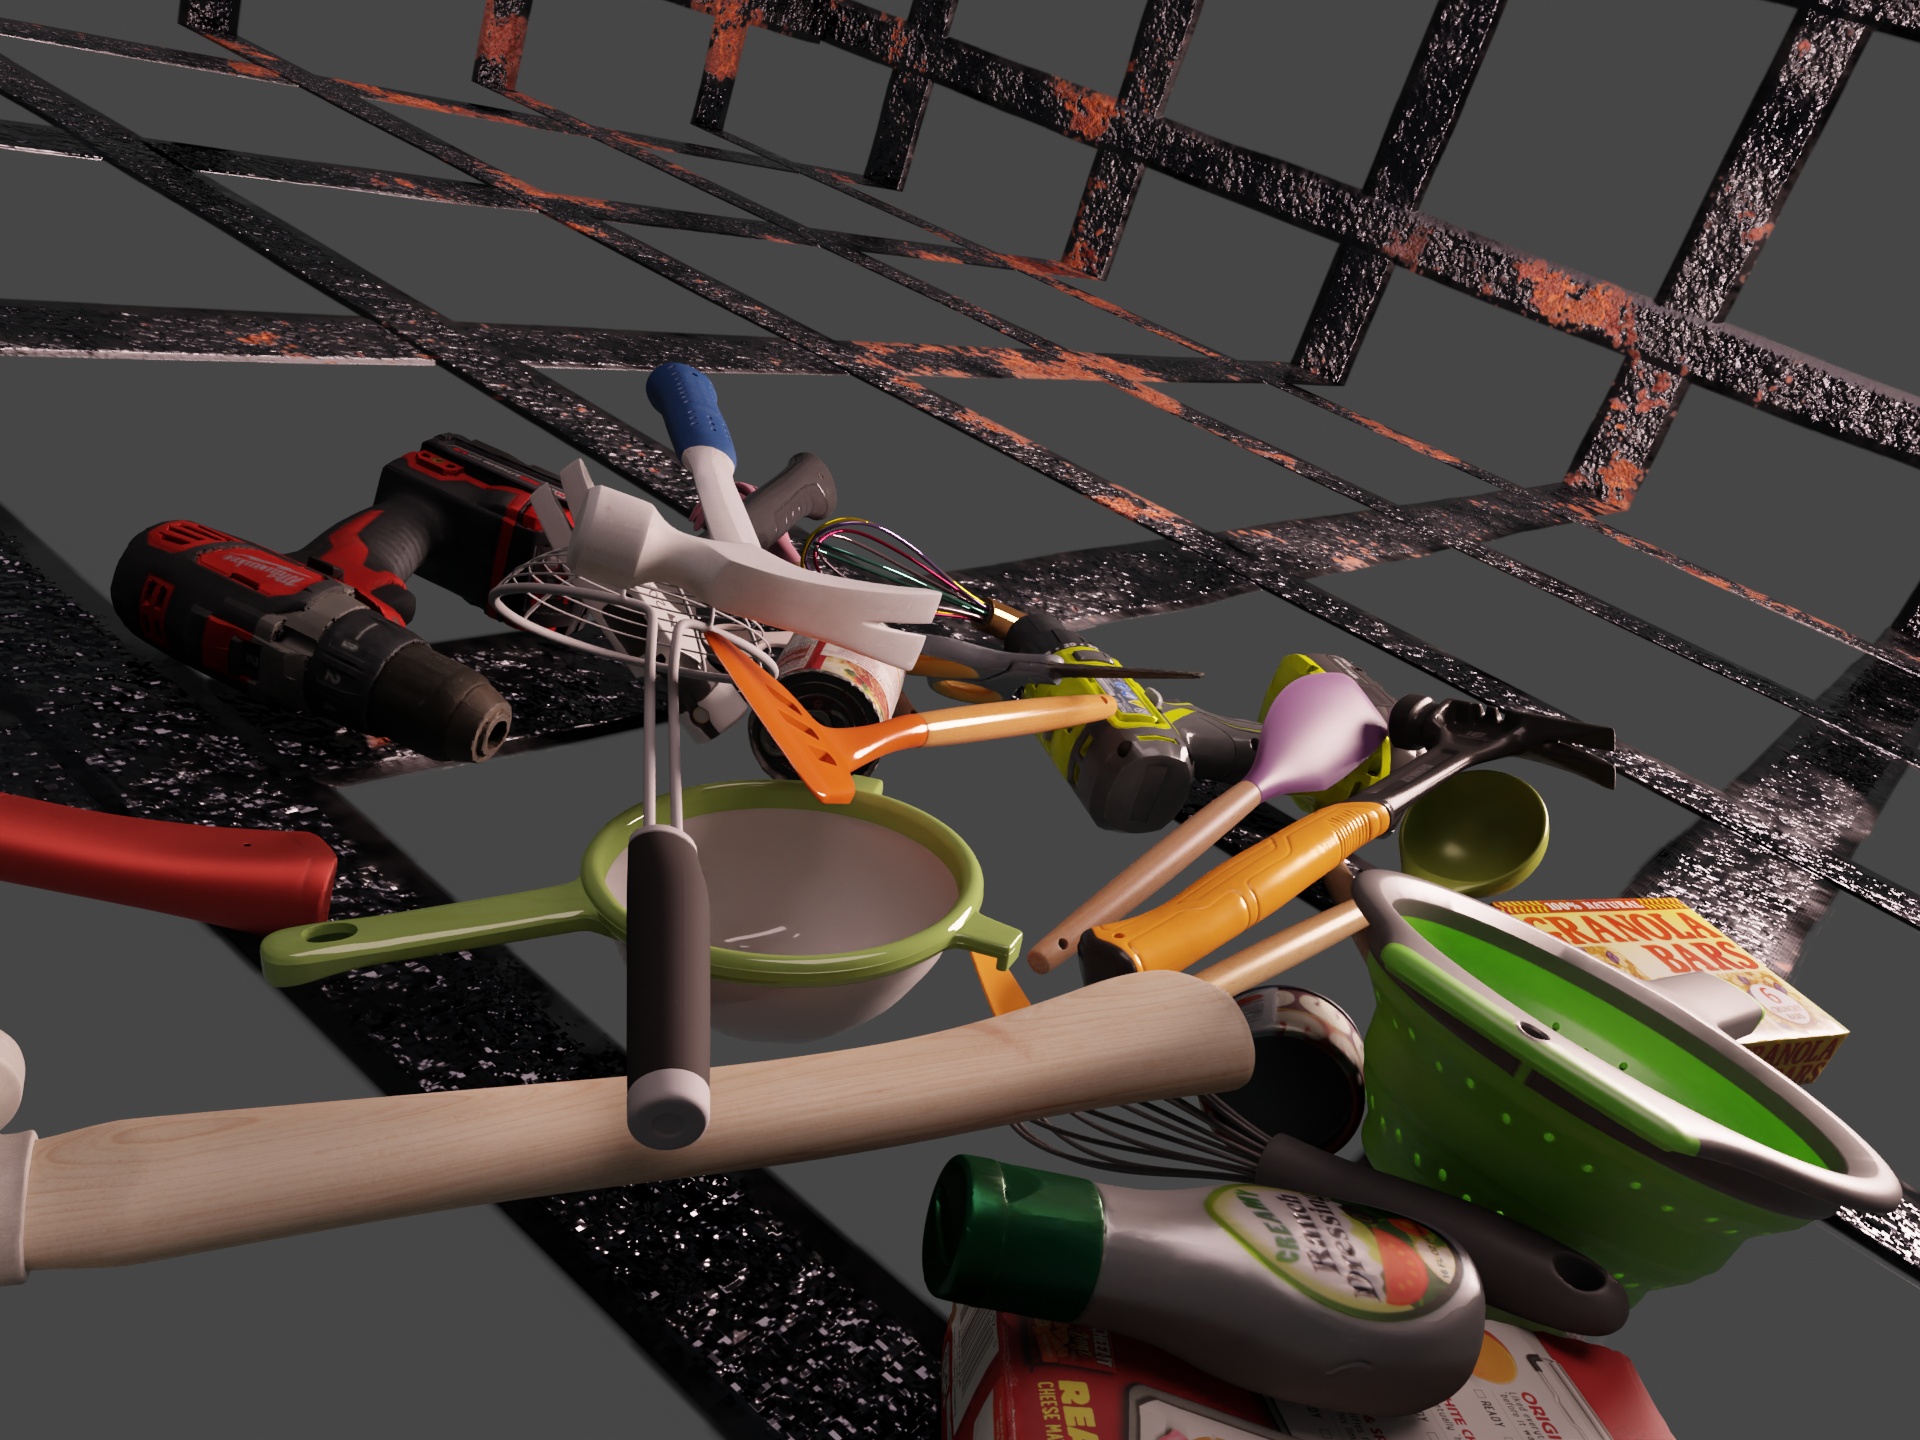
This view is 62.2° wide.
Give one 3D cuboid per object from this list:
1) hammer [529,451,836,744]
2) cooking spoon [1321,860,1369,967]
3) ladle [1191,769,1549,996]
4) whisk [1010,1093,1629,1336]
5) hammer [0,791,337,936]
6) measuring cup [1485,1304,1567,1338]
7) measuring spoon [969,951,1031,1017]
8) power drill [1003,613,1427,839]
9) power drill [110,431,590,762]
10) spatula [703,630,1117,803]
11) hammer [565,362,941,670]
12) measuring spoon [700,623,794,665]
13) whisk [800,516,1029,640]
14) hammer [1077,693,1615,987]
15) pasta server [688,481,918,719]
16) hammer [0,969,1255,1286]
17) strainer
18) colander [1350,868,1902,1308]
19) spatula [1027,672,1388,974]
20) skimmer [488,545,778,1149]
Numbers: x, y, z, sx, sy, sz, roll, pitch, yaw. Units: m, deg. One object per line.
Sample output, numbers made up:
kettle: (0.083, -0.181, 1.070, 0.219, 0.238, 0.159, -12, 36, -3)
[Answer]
hammer: (-0.132, -0.107, 0.907, 0.146, 0.035, 0.335, 54, 20, -11)
cooking spoon: (0.220, 0.143, 0.770, 0.068, 0.017, 0.319, 12, 25, -11)
ladle: (0.189, 0.089, 0.784, 0.320, 0.062, 0.078, -16, 26, -41)
whisk: (0.107, 0.155, 0.549, 0.239, 0.055, 0.055, 15, 17, 37)
hammer: (-0.396, 0.028, 0.524, 0.359, 0.036, 0.149, 14, 24, -12)
measuring cup: (0.125, 0.206, 0.538, 0.167, 0.038, 0.083, 8, 26, -21)
measuring spoon: (0.019, 0.123, 0.674, 0.021, 0.011, 0.117, 7, 30, -26)
power drill: (0.144, -0.001, 0.957, 0.228, 0.080, 0.191, 6, 28, -23)
power drill: (-0.259, -0.059, 0.774, 0.188, 0.080, 0.227, 24, 27, 10)
spatula: (-0.001, -0.002, 0.715, 0.081, 0.041, 0.322, 54, 28, 17)
hammer: (-0.115, -0.118, 0.765, 0.144, 0.035, 0.406, 17, 17, -20)
measuring spoon: (-0.088, -0.039, 0.913, 0.124, 0.018, 0.034, 1, 30, -19)
whisk: (-0.004, -0.071, 0.992, 0.244, 0.047, 0.051, 20, -14, -41)
hammer: (0.186, 0.059, 0.776, 0.337, 0.034, 0.127, -24, 25, -38)
pasta server: (-0.095, -0.073, 0.996, 0.060, 0.040, 0.317, 3, 32, -34)
hammer: (-0.089, 0.126, 0.467, 0.410, 0.038, 0.146, -3, 32, -23)
strainer: (-0.116, 0.088, 0.585, 0.256, 0.069, 0.152, -7, 25, -24)
colander: (0.261, 0.153, 0.646, 0.205, 0.094, 0.396, 34, 13, 33)
spatula: (0.133, 0.046, 0.815, 0.316, 0.018, 0.060, -32, 83, -42)
skimmer: (-0.119, 0.032, 0.584, 0.127, 0.090, 0.364, 18, 28, -21)
